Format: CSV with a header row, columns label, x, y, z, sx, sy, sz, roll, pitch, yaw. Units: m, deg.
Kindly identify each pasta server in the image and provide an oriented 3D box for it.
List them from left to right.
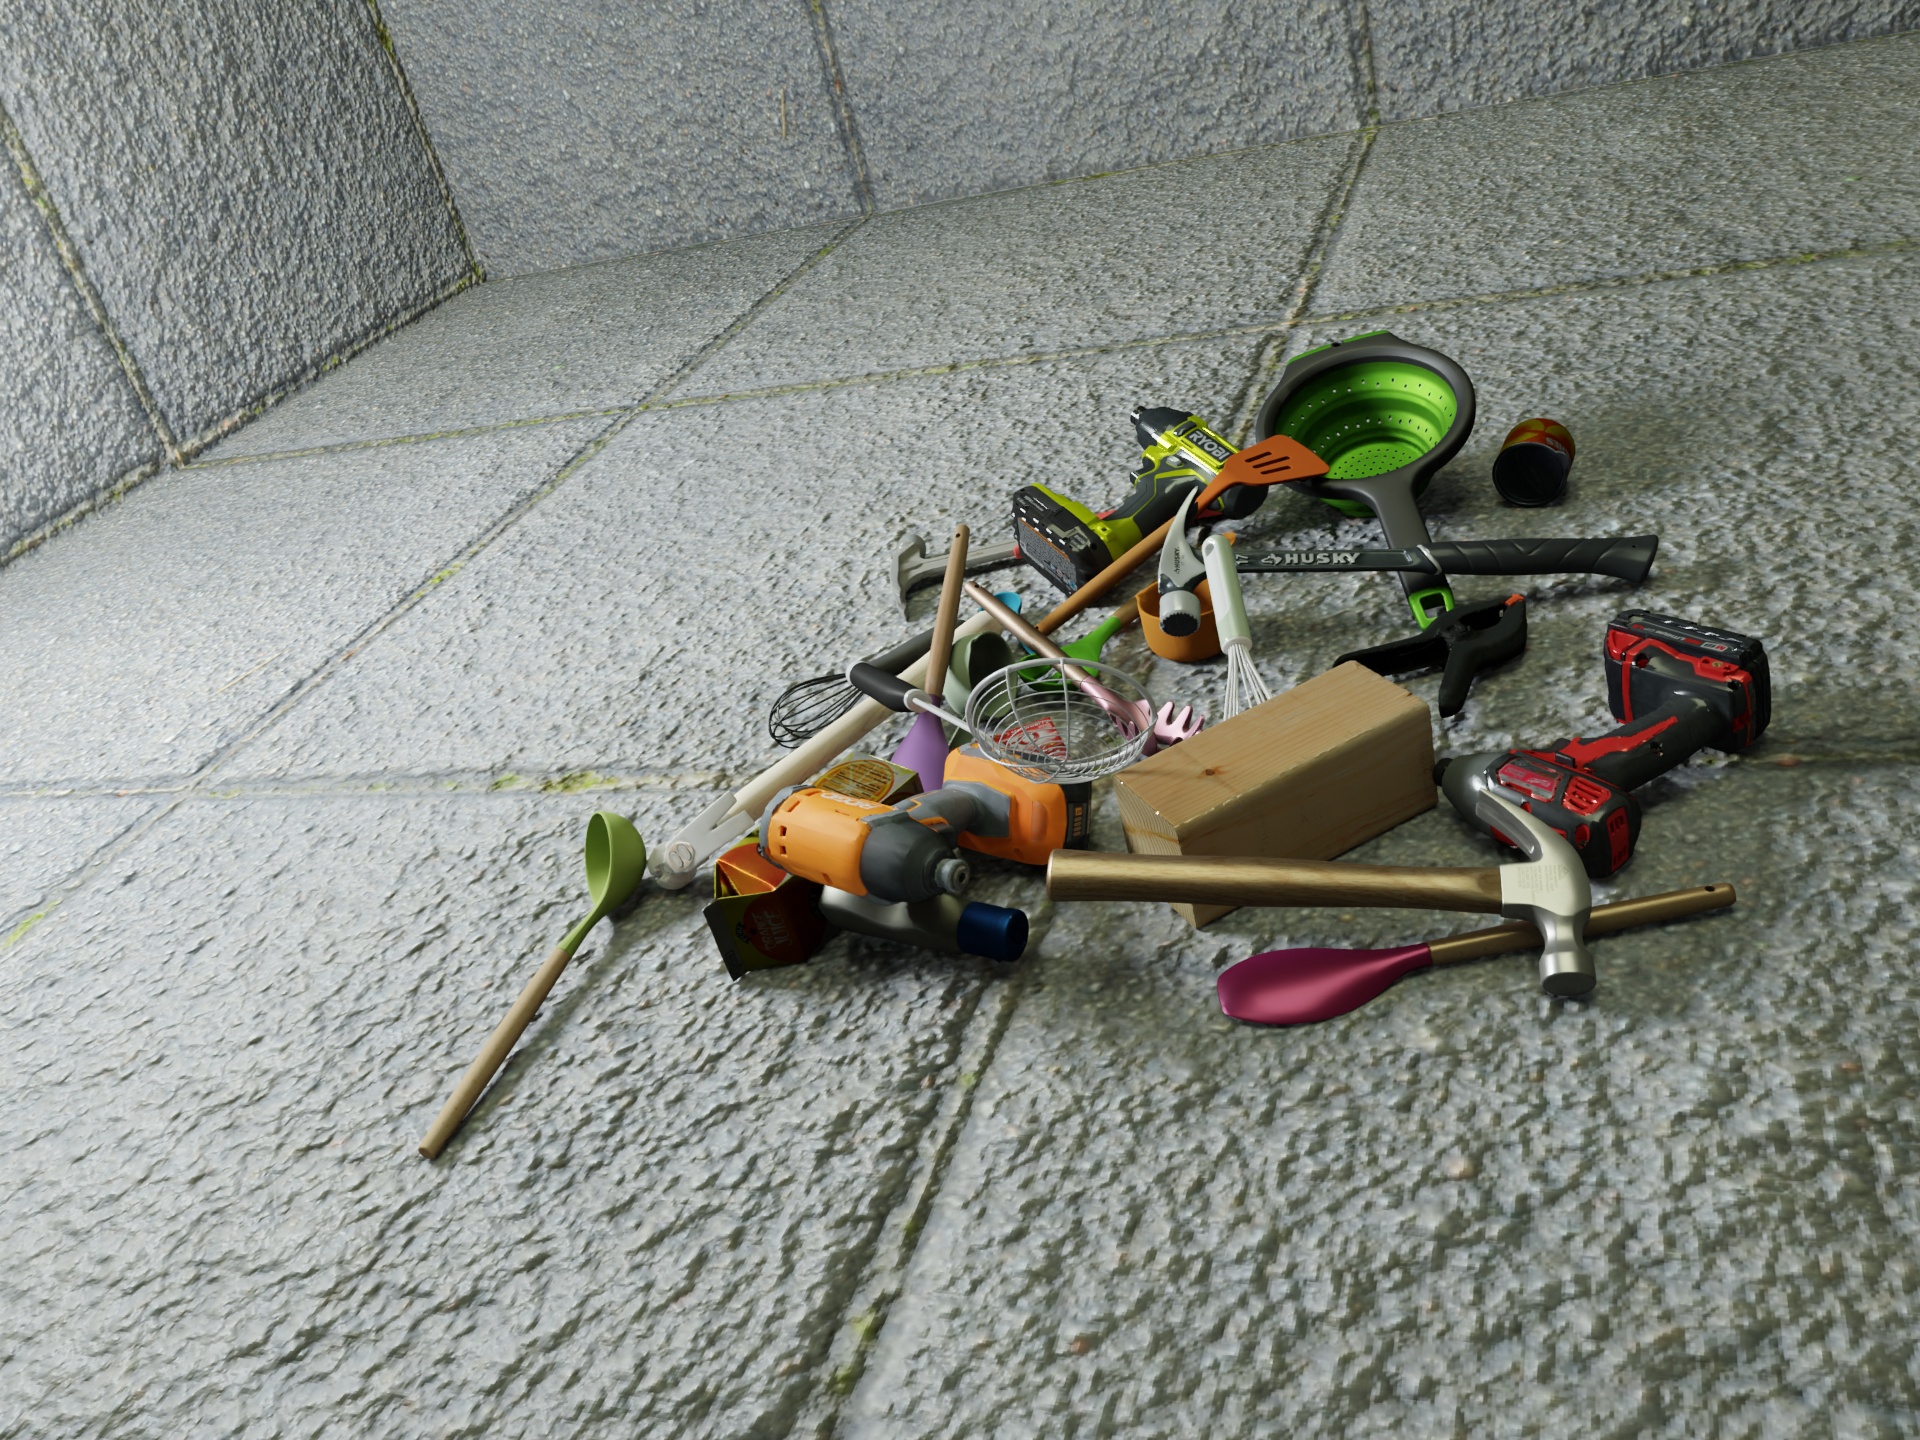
label,x,y,z,sx,sy,sz,roll,pitch,yaw
pasta server,0.093,-0.051,1.352,0.060,0.040,0.317,-15,38,-29

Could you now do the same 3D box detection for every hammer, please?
label,x,y,z,sx,sy,sz,roll,pitch,yaw
hammer,-0.087,0.003,1.349,0.411,0.038,0.146,-39,1,-40
hammer,0.104,-0.185,1.628,0.359,0.036,0.149,-12,30,7
hammer,0.220,0.100,1.001,0.331,0.031,0.130,1,54,11
hammer,0.372,-0.138,1.339,0.409,0.036,0.149,0,53,8

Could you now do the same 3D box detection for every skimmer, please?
label,x,y,z,sx,sy,sz,roll,pitch,yaw
skimmer,0.008,-0.027,1.177,0.090,0.127,0.363,-63,30,-1

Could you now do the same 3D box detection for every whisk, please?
label,x,y,z,sx,sy,sz,roll,pitch,yaw
whisk,-0.081,-0.039,1.467,0.239,0.055,0.055,-29,32,-31
whisk,0.218,-0.052,1.254,0.059,0.057,0.247,15,50,-25

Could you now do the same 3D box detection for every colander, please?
label,x,y,z,sx,sy,sz,roll,pitch,yaw
colander,0.400,-0.204,1.483,0.204,0.094,0.398,-15,47,12

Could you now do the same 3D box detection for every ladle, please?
label,x,y,z,sx,sy,sz,roll,pitch,yaw
ladle,-0.321,0.188,1.185,0.062,0.078,0.320,29,43,-2

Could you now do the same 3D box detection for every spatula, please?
label,x,y,z,sx,sy,sz,roll,pitch,yaw
spatula,-0.022,-0.039,1.340,0.060,0.018,0.316,-7,55,26
spatula,0.192,-0.165,1.471,0.322,0.041,0.081,-38,45,-1

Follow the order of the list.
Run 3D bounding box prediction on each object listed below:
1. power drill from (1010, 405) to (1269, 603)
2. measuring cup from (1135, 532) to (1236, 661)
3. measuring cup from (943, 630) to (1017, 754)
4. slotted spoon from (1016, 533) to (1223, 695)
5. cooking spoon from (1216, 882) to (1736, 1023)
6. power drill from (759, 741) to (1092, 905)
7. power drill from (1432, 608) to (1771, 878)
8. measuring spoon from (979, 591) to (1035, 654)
label,x,y,z,sx,sy,sz,roll,pitch,yaw
power drill,0.166,-0.222,1.563,0.223,0.080,0.171,-34,54,-18
measuring cup,0.221,-0.111,1.432,0.095,0.052,0.174,2,32,29
measuring cup,-0.002,-0.004,1.357,0.038,0.083,0.168,-4,46,37
slotted spoon,0.159,-0.100,1.467,0.070,0.031,0.314,22,44,34
cooking spoon,0.318,0.140,0.991,0.319,0.017,0.069,-13,32,7
power drill,-0.005,0.076,1.114,0.164,0.084,0.226,13,16,41
power drill,0.438,0.015,1.091,0.219,0.078,0.143,-34,33,-23
measuring spoon,0.058,-0.081,1.501,0.042,0.021,0.129,-29,40,-8
